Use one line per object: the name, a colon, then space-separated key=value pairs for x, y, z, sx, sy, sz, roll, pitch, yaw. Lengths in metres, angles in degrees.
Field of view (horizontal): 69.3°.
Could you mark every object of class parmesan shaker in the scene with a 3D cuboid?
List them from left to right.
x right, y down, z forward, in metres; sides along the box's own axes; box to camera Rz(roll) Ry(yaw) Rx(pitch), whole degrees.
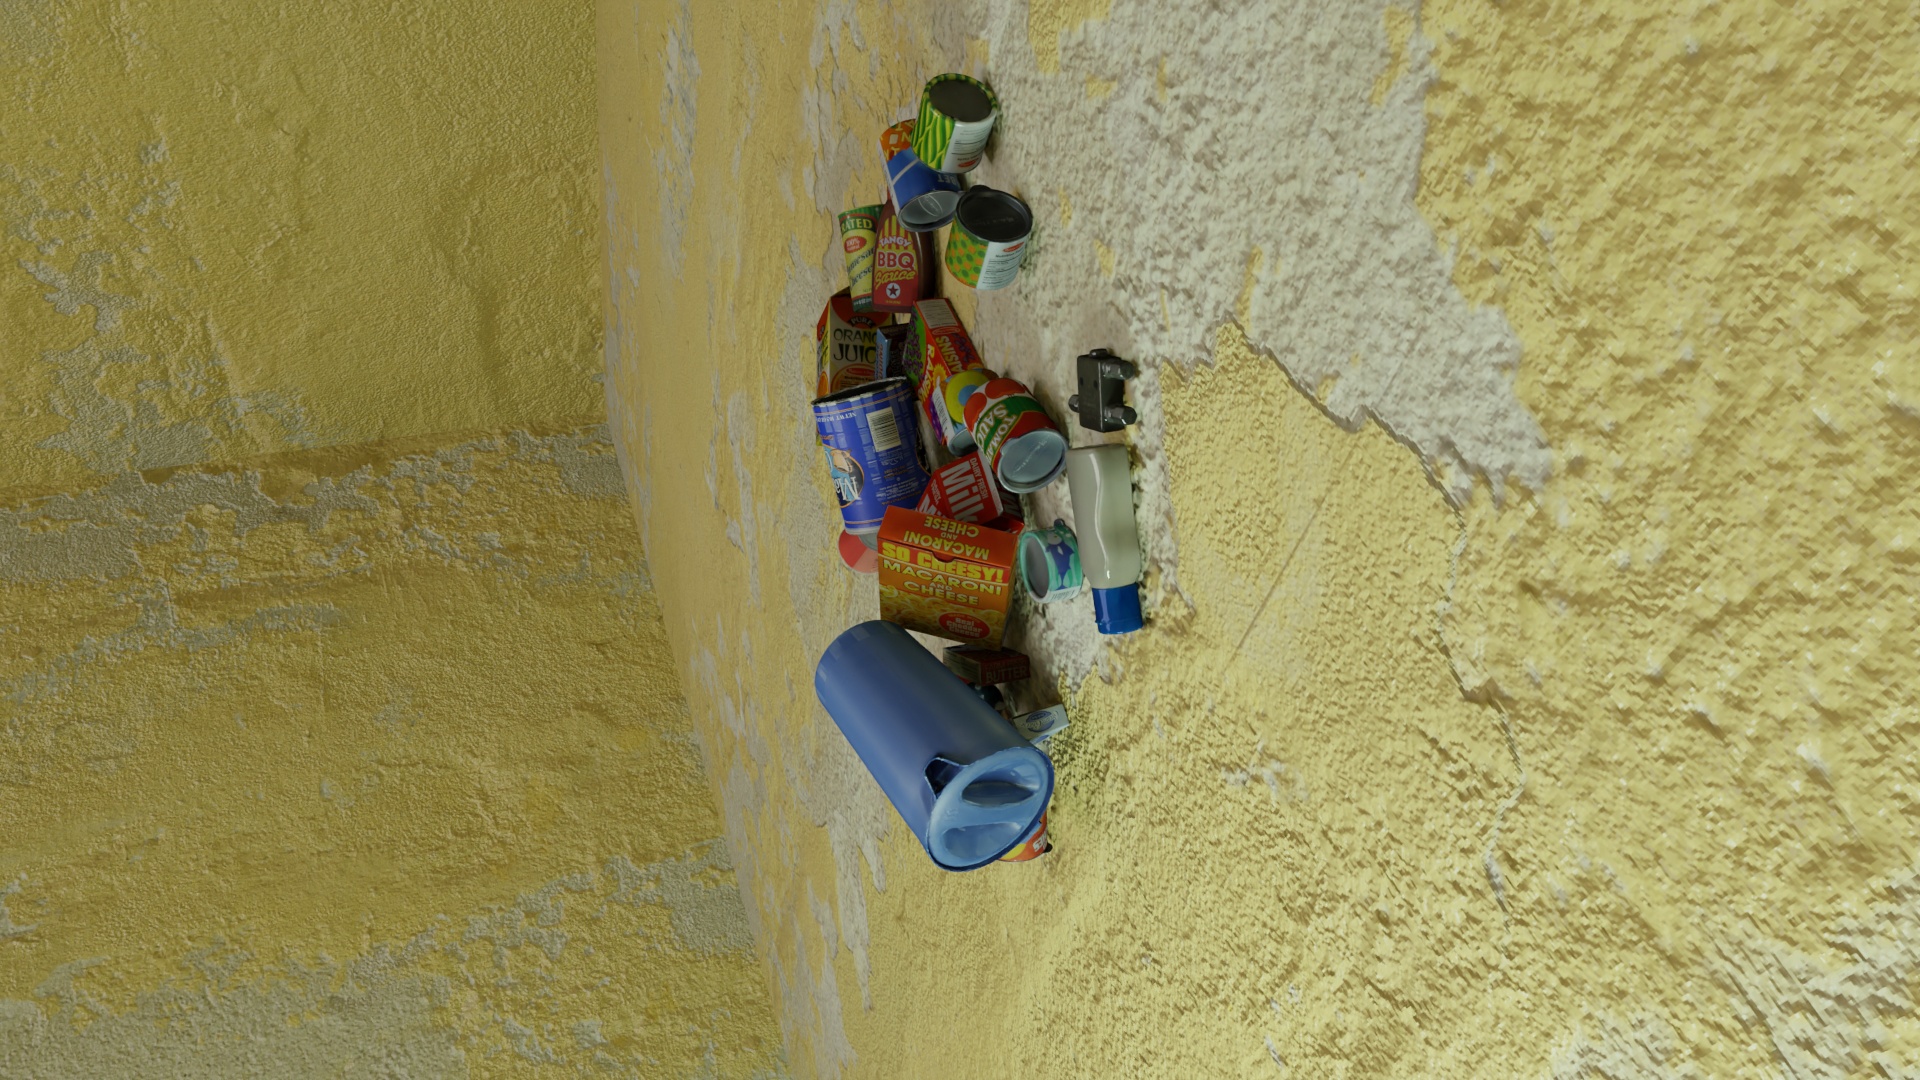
parmesan shaker: x=-0.086 y=-0.296 z=1.460 sx=0.071 sy=0.071 sz=0.103 roll=177 pitch=83 yaw=-69

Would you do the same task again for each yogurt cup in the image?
yogurt cup: x=-0.106 y=0.000 z=1.649 sx=0.053 sy=0.072 sz=0.072 roll=-48 pitch=55 yaw=55

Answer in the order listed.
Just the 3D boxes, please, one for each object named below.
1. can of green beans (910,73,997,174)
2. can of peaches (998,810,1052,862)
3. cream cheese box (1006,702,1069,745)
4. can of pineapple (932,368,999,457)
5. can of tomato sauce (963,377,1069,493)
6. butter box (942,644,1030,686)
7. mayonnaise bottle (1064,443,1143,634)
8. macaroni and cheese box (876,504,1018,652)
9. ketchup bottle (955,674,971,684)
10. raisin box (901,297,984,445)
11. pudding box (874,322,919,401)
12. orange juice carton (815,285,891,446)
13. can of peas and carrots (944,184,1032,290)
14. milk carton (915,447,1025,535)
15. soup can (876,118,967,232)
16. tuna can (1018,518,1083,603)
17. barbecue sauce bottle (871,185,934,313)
can of green beans: x=-0.006 y=-0.364 z=1.214 sx=0.057 sy=0.071 sz=0.071 roll=114 pitch=141 yaw=-55
can of peaches: x=0.054 y=0.271 z=1.350 sx=0.071 sy=0.071 sz=0.058 roll=-146 pitch=50 yaw=-62
cream cheese box: x=0.059 y=0.180 z=1.308 sx=0.103 sy=0.053 sz=0.024 roll=130 pitch=122 yaw=-64
can of pineapple: x=0.015 y=-0.118 z=1.277 sx=0.070 sy=0.071 sz=0.058 roll=120 pitch=137 yaw=-59
can of tomato sauce: x=0.045 y=-0.092 z=1.197 sx=0.083 sy=0.071 sz=0.070 roll=-121 pitch=29 yaw=-44
butter box: x=0.024 y=0.121 z=1.374 sx=0.103 sy=0.053 sz=0.024 roll=-169 pitch=73 yaw=-67
mayonnaise bottle: x=0.116 y=-0.001 z=1.096 sx=0.065 sy=0.041 sz=0.148 roll=-173 pitch=73 yaw=-70
macaroni and cheese box: x=-0.013 y=0.039 z=1.294 sx=0.165 sy=0.124 sz=0.040 roll=93 pitch=-168 yaw=-60
ketchup bottle: x=-0.010 y=0.200 z=1.514 sx=0.148 sy=0.043 sz=0.065 roll=108 pitch=145 yaw=-53
raisin box: x=-0.016 y=-0.167 z=1.369 sx=0.085 sy=0.040 sz=0.124 roll=107 pitch=146 yaw=-48
pudding box: x=-0.064 y=-0.187 z=1.470 sx=0.030 sy=0.050 sz=0.083 roll=-125 pitch=32 yaw=-45
orange juice carton: x=-0.119 y=-0.203 z=1.543 sx=0.071 sy=0.073 sz=0.193 roll=133 pitch=138 yaw=-65
can of peas and carrots: x=0.022 y=-0.258 z=1.188 sx=0.058 sy=0.071 sz=0.071 roll=108 pitch=146 yaw=-52
milk carton: x=0.005 y=-0.017 z=1.333 sx=0.189 sy=0.073 sz=0.072 roll=120 pitch=137 yaw=-59
soup can: x=-0.035 y=-0.344 z=1.306 sx=0.071 sy=0.071 sz=0.084 roll=126 pitch=132 yaw=-62
tuna can: x=0.078 y=0.018 z=1.214 sx=0.071 sy=0.033 sz=0.071 roll=171 pitch=89 yaw=-69
barbecue sauce bottle: x=-0.056 y=-0.303 z=1.391 sx=0.065 sy=0.044 sz=0.148 roll=9 pitch=105 yaw=25
